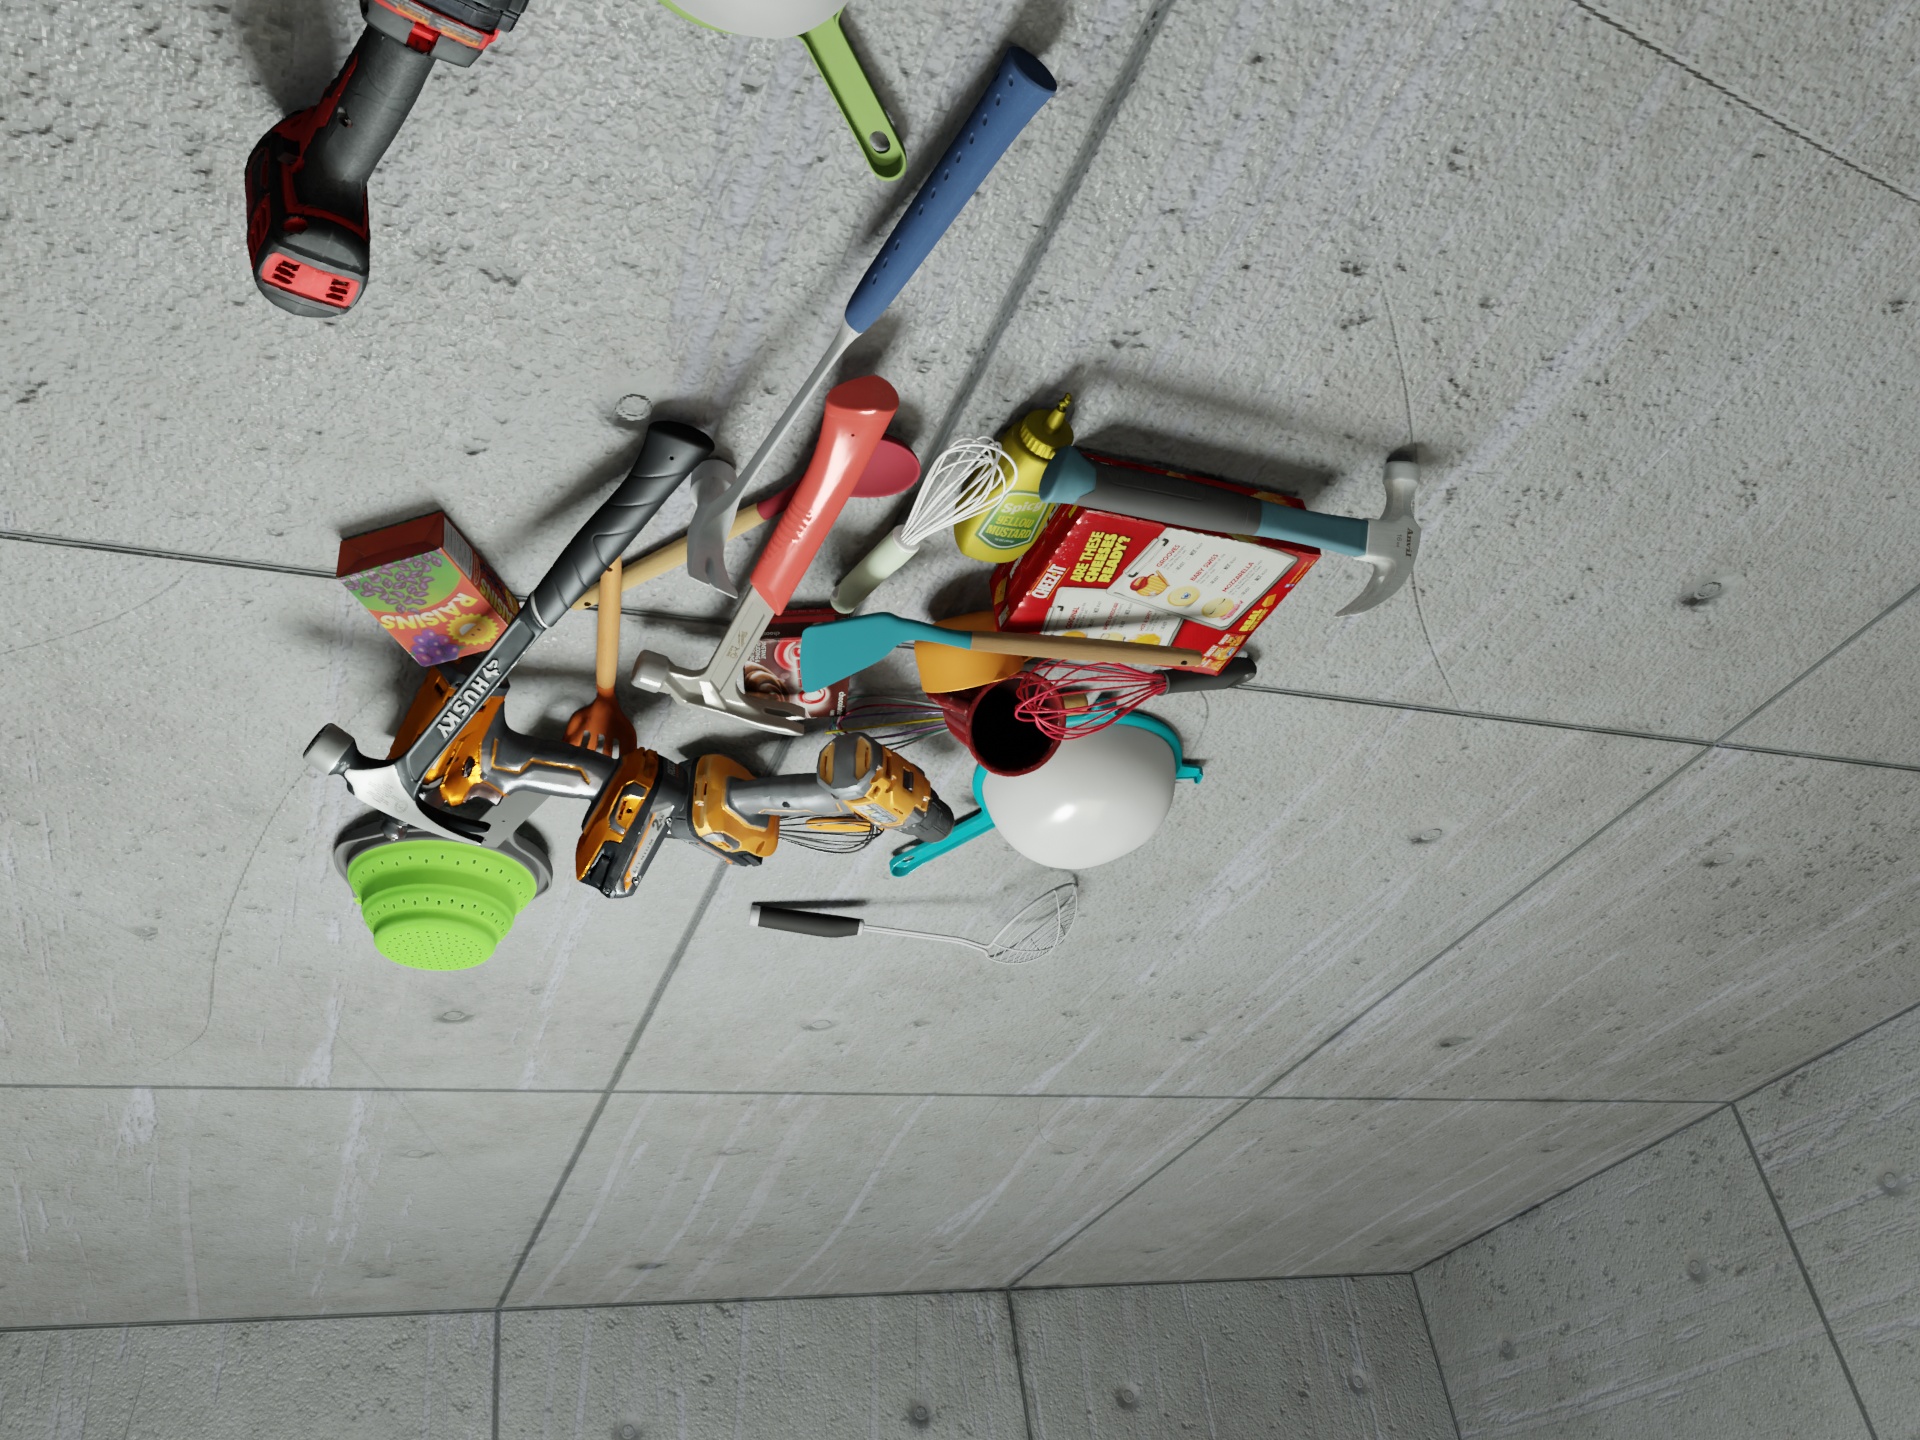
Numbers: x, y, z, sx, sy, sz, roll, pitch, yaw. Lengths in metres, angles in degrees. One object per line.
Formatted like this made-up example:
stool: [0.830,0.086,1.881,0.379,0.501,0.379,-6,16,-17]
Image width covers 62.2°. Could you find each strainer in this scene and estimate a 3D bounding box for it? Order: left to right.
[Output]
strainer: [-0.084,-0.374,0.845,0.151,0.069,0.256,-19,144,14]
strainer: [0.070,0.112,1.584,0.340,0.095,0.210,-28,142,24]

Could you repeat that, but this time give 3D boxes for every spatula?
spatula: [-0.293,-0.037,1.305,0.081,0.041,0.322,16,147,-4]
spatula: [0.034,-0.052,1.255,0.317,0.044,0.082,4,142,-3]

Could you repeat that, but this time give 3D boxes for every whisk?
whisk: [-0.193,0.102,1.554,0.239,0.055,0.055,2,145,-8]
whisk: [-0.036,-0.142,1.206,0.059,0.058,0.246,23,146,-23]
whisk: [-0.003,-0.005,1.444,0.245,0.051,0.047,-6,151,-14]
whisk: [0.158,-0.031,1.373,0.295,0.073,0.073,-9,153,-41]

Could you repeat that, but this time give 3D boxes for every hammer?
hammer: [-0.318,-0.065,1.181,0.149,0.036,0.409,39,111,-17]
hammer: [-0.124,-0.115,1.193,0.149,0.037,0.359,17,137,-20]
hammer: [-0.072,-0.243,1.012,0.035,0.144,0.405,24,128,-26]
hammer: [0.209,-0.156,1.190,0.330,0.128,0.033,7,175,-25]

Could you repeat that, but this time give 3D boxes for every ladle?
ladle: [-0.170,-0.146,1.202,0.315,0.031,0.069,-22,141,21]

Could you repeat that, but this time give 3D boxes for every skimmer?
skimmer: [-0.048,0.210,1.760,0.363,0.090,0.127,8,147,-7]

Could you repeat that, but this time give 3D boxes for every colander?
colander: [-0.449,0.141,1.469,0.204,0.095,0.397,20,141,-32]

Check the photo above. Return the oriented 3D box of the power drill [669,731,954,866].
power drill: [-0.129,0.079,1.457,0.226,0.084,0.185,-10,155,25]

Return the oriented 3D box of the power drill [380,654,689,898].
power drill: [-0.358,0.060,1.314,0.226,0.084,0.164,27,99,-17]

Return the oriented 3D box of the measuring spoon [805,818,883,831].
measuring spoon: [-0.098,0.102,1.607,0.117,0.011,0.021,1,144,-9]

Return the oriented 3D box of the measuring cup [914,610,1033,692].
measuring cup: [0.039,-0.073,1.342,0.173,0.052,0.095,-22,-166,-28]

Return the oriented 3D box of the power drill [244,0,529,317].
power drill: [-0.304,-0.327,0.809,0.078,0.143,0.219,14,134,-37]
